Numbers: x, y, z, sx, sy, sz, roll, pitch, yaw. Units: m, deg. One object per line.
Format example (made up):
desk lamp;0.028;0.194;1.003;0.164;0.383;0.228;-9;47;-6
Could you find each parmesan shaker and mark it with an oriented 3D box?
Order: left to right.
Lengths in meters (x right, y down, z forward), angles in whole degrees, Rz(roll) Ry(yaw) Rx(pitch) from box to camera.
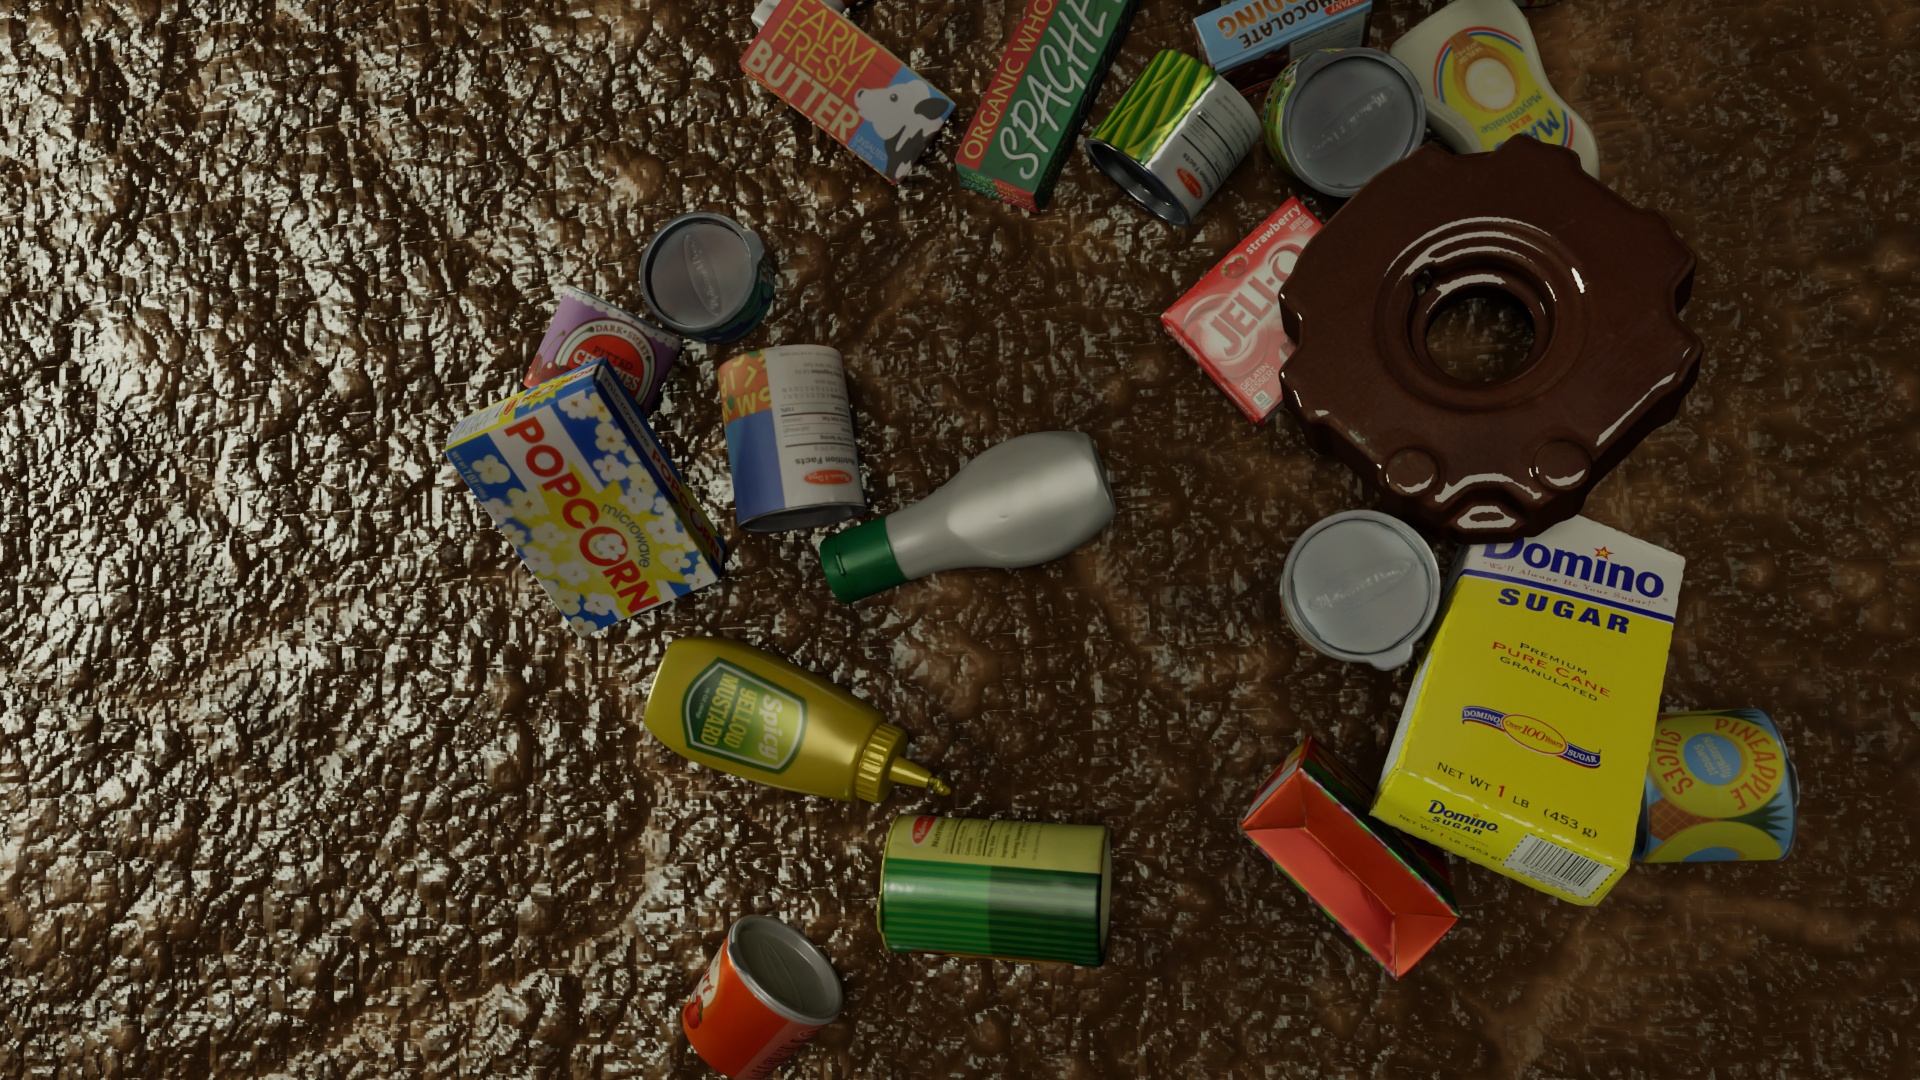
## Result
parmesan shaker;0.018;0.169;0.665;0.103;0.071;0.071;1;85;12

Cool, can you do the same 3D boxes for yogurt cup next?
yogurt cup;-0.100;0.229;0.688;0.072;0.072;0.054;41;102;12

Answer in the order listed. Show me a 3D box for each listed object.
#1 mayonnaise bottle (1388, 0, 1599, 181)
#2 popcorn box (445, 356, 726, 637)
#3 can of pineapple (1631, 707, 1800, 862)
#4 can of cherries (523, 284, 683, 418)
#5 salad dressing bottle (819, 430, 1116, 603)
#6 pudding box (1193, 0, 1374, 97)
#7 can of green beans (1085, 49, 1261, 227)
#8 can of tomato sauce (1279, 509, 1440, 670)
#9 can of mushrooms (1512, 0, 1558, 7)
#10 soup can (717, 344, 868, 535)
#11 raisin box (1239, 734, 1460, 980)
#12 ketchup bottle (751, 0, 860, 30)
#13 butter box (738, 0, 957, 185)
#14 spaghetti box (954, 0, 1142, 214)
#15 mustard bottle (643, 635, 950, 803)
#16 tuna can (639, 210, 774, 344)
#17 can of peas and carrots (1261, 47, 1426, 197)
mayonnaise bottle;0.268;-0.189;0.663;0.064;0.041;0.148;-32;79;11
popcorn box;-0.188;-0.020;0.707;0.085;0.038;0.126;-22;120;9
can of pineapple;0.324;0.107;0.609;0.058;0.071;0.071;-4;84;11
can of cherries;-0.188;-0.095;0.733;0.071;0.071;0.058;25;91;13
salad dressing bottle;0.002;-0.009;0.700;0.147;0.044;0.064;-20;83;10
pudding box;0.159;-0.251;0.688;0.083;0.049;0.030;-21;80;9
can of green beans;0.105;-0.198;0.685;0.071;0.071;0.058;40;93;12
can of tomato sauce;0.182;0.024;0.639;0.071;0.083;0.071;-1;85;12
can of mushrooms;0.283;-0.296;0.675;0.071;0.033;0.071;-1;84;11
soup can;-0.088;-0.050;0.712;0.071;0.071;0.084;-11;82;11
raisin box;0.171;0.134;0.609;0.086;0.123;0.040;43;100;13
ketchup bottle;-0.052;-0.325;0.742;0.065;0.043;0.148;39;94;6
butter box;-0.058;-0.237;0.723;0.103;0.024;0.053;35;97;-12
spaghetti box;0.072;-0.292;0.721;0.050;0.028;0.250;25;90;14
mustard bottle;-0.079;0.097;0.703;0.160;0.049;0.065;18;90;13
tuna can;-0.133;-0.141;0.745;0.071;0.033;0.071;-1;85;12
can of peas and carrots;0.179;-0.202;0.663;0.071;0.059;0.070;1;109;2
